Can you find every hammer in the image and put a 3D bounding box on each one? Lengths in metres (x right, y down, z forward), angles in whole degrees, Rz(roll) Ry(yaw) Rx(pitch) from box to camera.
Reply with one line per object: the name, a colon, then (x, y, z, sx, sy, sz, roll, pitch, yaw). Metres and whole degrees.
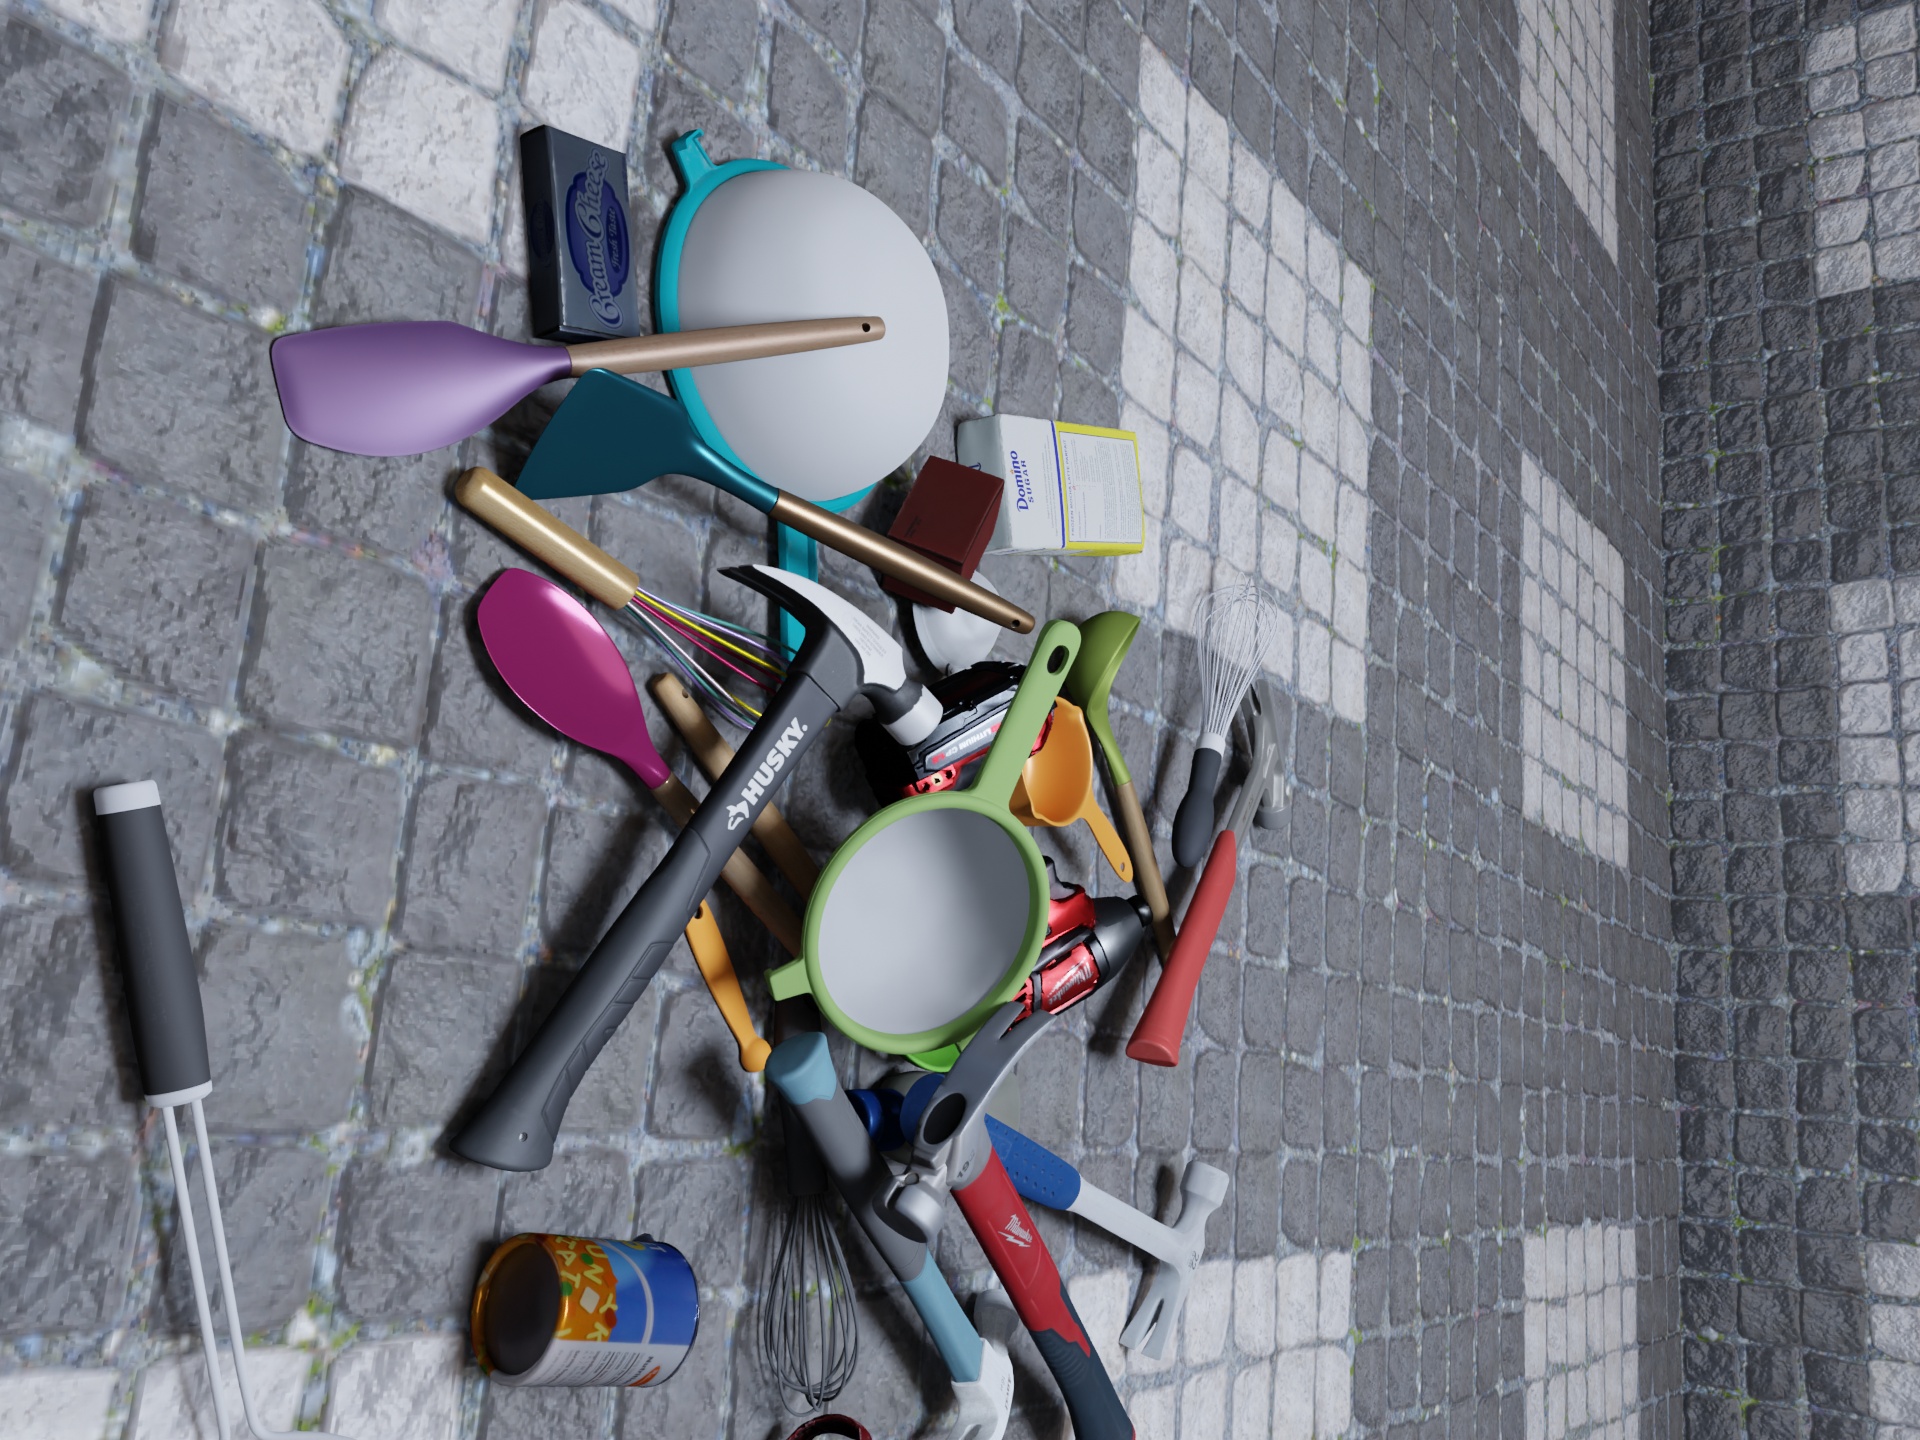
hammer: (-0.033, 0.295, 0.897, 0.128, 0.033, 0.330, -78, 151, -53)
hammer: (0.056, 0.335, 0.962, 0.143, 0.038, 0.385, -53, 138, -32)
hammer: (0.198, 0.123, 1.246, 0.359, 0.037, 0.149, -57, 140, -46)
hammer: (-0.139, 0.072, 0.786, 0.146, 0.035, 0.335, 47, 62, -29)
hammer: (0.074, 0.317, 1.045, 0.405, 0.035, 0.144, 44, 63, -49)

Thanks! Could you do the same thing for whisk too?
whisk: (0.205, -0.003, 1.273, 0.070, 0.070, 0.285, 49, 46, -38)
whisk: (-0.087, 0.260, 0.881, 0.055, 0.055, 0.239, 8, 75, -53)
whisk: (-0.154, -0.057, 0.821, 0.244, 0.047, 0.051, 38, 82, -38)

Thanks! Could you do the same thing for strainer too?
strainer: (-0.002, -0.003, 1.032, 0.086, 0.050, 0.258, 12, 80, -53)
strainer: (-0.007, 0.057, 0.890, 0.151, 0.069, 0.256, 26, 89, -32)
strainer: (-0.067, -0.166, 0.914, 0.210, 0.095, 0.340, 7, 79, -53)

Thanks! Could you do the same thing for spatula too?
spatula: (-0.080, -0.100, 0.855, 0.317, 0.082, 0.044, 22, 30, -33)
spatula: (-0.168, -0.175, 0.775, 0.316, 0.018, 0.059, -17, 100, -34)

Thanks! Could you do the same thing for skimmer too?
skimmer: (-0.279, 0.202, 0.587, 0.127, 0.090, 0.363, -10, 92, -22)

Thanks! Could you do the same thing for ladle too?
ladle: (0.140, 0.068, 1.199, 0.078, 0.062, 0.320, -48, 126, -54)

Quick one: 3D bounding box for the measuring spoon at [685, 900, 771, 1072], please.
measuring spoon: (-0.127, 0.142, 0.866, 0.021, 0.011, 0.116, -40, 117, -48)

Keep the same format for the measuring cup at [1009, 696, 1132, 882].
measuring cup: (0.065, 0.057, 1.103, 0.173, 0.052, 0.095, 56, 45, -36)

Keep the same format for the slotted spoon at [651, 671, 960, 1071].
slotted spoon: (-0.085, 0.094, 0.914, 0.313, 0.031, 0.070, 58, 21, -28)

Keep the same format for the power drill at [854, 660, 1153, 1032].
power drill: (0.033, 0.081, 0.987, 0.143, 0.079, 0.219, -27, 107, -19)

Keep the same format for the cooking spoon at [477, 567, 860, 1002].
cooking spoon: (-0.144, 0.049, 0.836, 0.318, 0.017, 0.069, 54, 39, -29)
